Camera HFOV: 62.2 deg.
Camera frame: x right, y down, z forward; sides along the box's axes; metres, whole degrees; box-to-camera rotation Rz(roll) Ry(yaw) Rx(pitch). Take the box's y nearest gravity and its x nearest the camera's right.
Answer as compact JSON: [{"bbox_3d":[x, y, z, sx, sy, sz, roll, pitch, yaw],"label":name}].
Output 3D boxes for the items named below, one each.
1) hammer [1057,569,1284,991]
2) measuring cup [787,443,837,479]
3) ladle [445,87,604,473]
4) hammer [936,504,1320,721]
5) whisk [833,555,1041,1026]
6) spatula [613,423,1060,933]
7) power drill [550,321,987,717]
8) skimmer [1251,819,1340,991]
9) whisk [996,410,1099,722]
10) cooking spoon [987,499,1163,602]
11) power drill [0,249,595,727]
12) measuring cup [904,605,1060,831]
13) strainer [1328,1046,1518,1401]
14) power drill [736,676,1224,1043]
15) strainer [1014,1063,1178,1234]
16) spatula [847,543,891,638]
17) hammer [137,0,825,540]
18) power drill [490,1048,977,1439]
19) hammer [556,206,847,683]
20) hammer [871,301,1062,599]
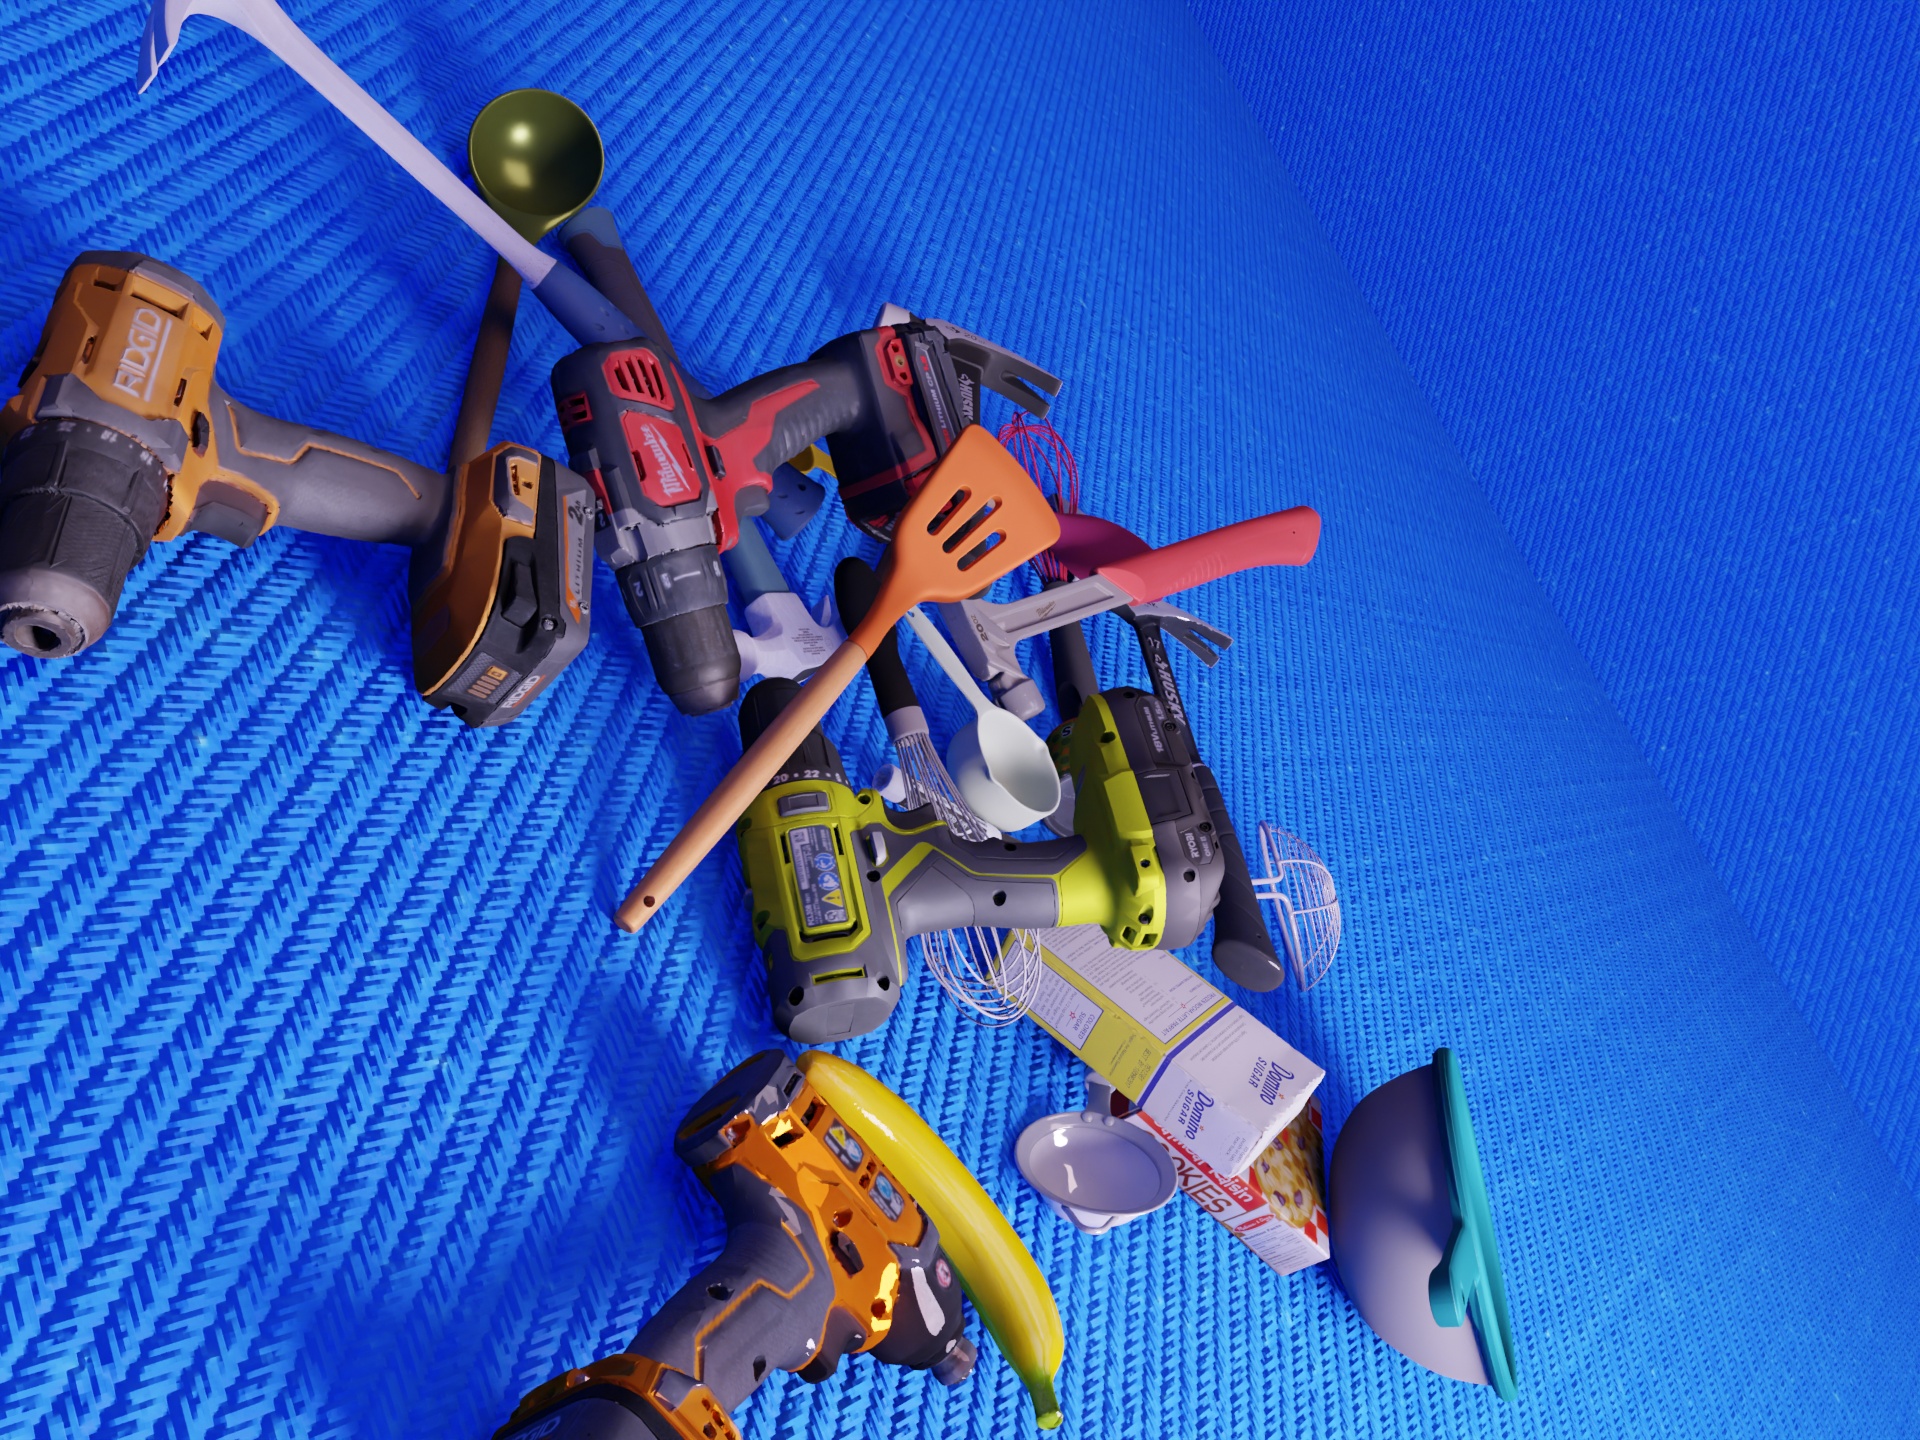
[{"bbox_3d":[0.162,0.029,1.114,0.149,0.036,0.409,21,33,-22],"label":"hammer"},{"bbox_3d":[-0.089,-0.155,1.036,0.156,0.029,0.062,28,39,-42],"label":"measuring cup"},{"bbox_3d":[-0.246,-0.234,0.860,0.078,0.062,0.320,12,49,-17],"label":"ladle"},{"bbox_3d":[0.134,-0.114,1.156,0.359,0.036,0.149,-21,84,-36],"label":"hammer"},{"bbox_3d":[-0.019,0.032,0.883,0.070,0.070,0.285,6,59,-53],"label":"whisk"},{"bbox_3d":[-0.061,-0.020,0.784,0.081,0.041,0.323,49,57,-19],"label":"spatula"},{"bbox_3d":[-0.093,-0.115,0.839,0.226,0.080,0.188,-20,95,-41],"label":"power drill"},{"bbox_3d":[0.141,0.125,1.081,0.363,0.090,0.127,6,65,-41],"label":"skimmer"},{"bbox_3d":[0.069,-0.113,1.193,0.073,0.073,0.296,23,48,-44],"label":"whisk"},{"bbox_3d":[0.021,-0.162,1.138,0.318,0.017,0.069,23,55,-23],"label":"cooking spoon"},{"bbox_3d":[-0.266,-0.073,0.644,0.226,0.084,0.186,25,41,-35],"label":"power drill"},{"bbox_3d":[-0.002,-0.003,0.998,0.167,0.038,0.083,55,29,4],"label":"measuring cup"},{"bbox_3d":[0.261,0.310,0.943,0.340,0.095,0.211,18,62,-69],"label":"strainer"},{"bbox_3d":[0.000,0.051,0.806,0.228,0.080,0.191,-7,58,-12],"label":"power drill"},{"bbox_3d":[0.080,0.209,0.895,0.087,0.050,0.259,10,29,4],"label":"strainer"},{"bbox_3d":[-0.034,-0.130,1.097,0.059,0.018,0.316,45,30,-17],"label":"spatula"},{"bbox_3d":[-0.228,-0.235,0.825,0.405,0.035,0.144,42,42,-26],"label":"hammer"},{"bbox_3d":[-0.070,0.248,0.600,0.164,0.084,0.226,51,26,-9],"label":"power drill"},{"bbox_3d":[-0.160,-0.167,0.936,0.128,0.033,0.331,-5,64,-56],"label":"hammer"},{"bbox_3d":[0.005,-0.184,1.089,0.146,0.035,0.335,19,35,-14],"label":"hammer"}]
